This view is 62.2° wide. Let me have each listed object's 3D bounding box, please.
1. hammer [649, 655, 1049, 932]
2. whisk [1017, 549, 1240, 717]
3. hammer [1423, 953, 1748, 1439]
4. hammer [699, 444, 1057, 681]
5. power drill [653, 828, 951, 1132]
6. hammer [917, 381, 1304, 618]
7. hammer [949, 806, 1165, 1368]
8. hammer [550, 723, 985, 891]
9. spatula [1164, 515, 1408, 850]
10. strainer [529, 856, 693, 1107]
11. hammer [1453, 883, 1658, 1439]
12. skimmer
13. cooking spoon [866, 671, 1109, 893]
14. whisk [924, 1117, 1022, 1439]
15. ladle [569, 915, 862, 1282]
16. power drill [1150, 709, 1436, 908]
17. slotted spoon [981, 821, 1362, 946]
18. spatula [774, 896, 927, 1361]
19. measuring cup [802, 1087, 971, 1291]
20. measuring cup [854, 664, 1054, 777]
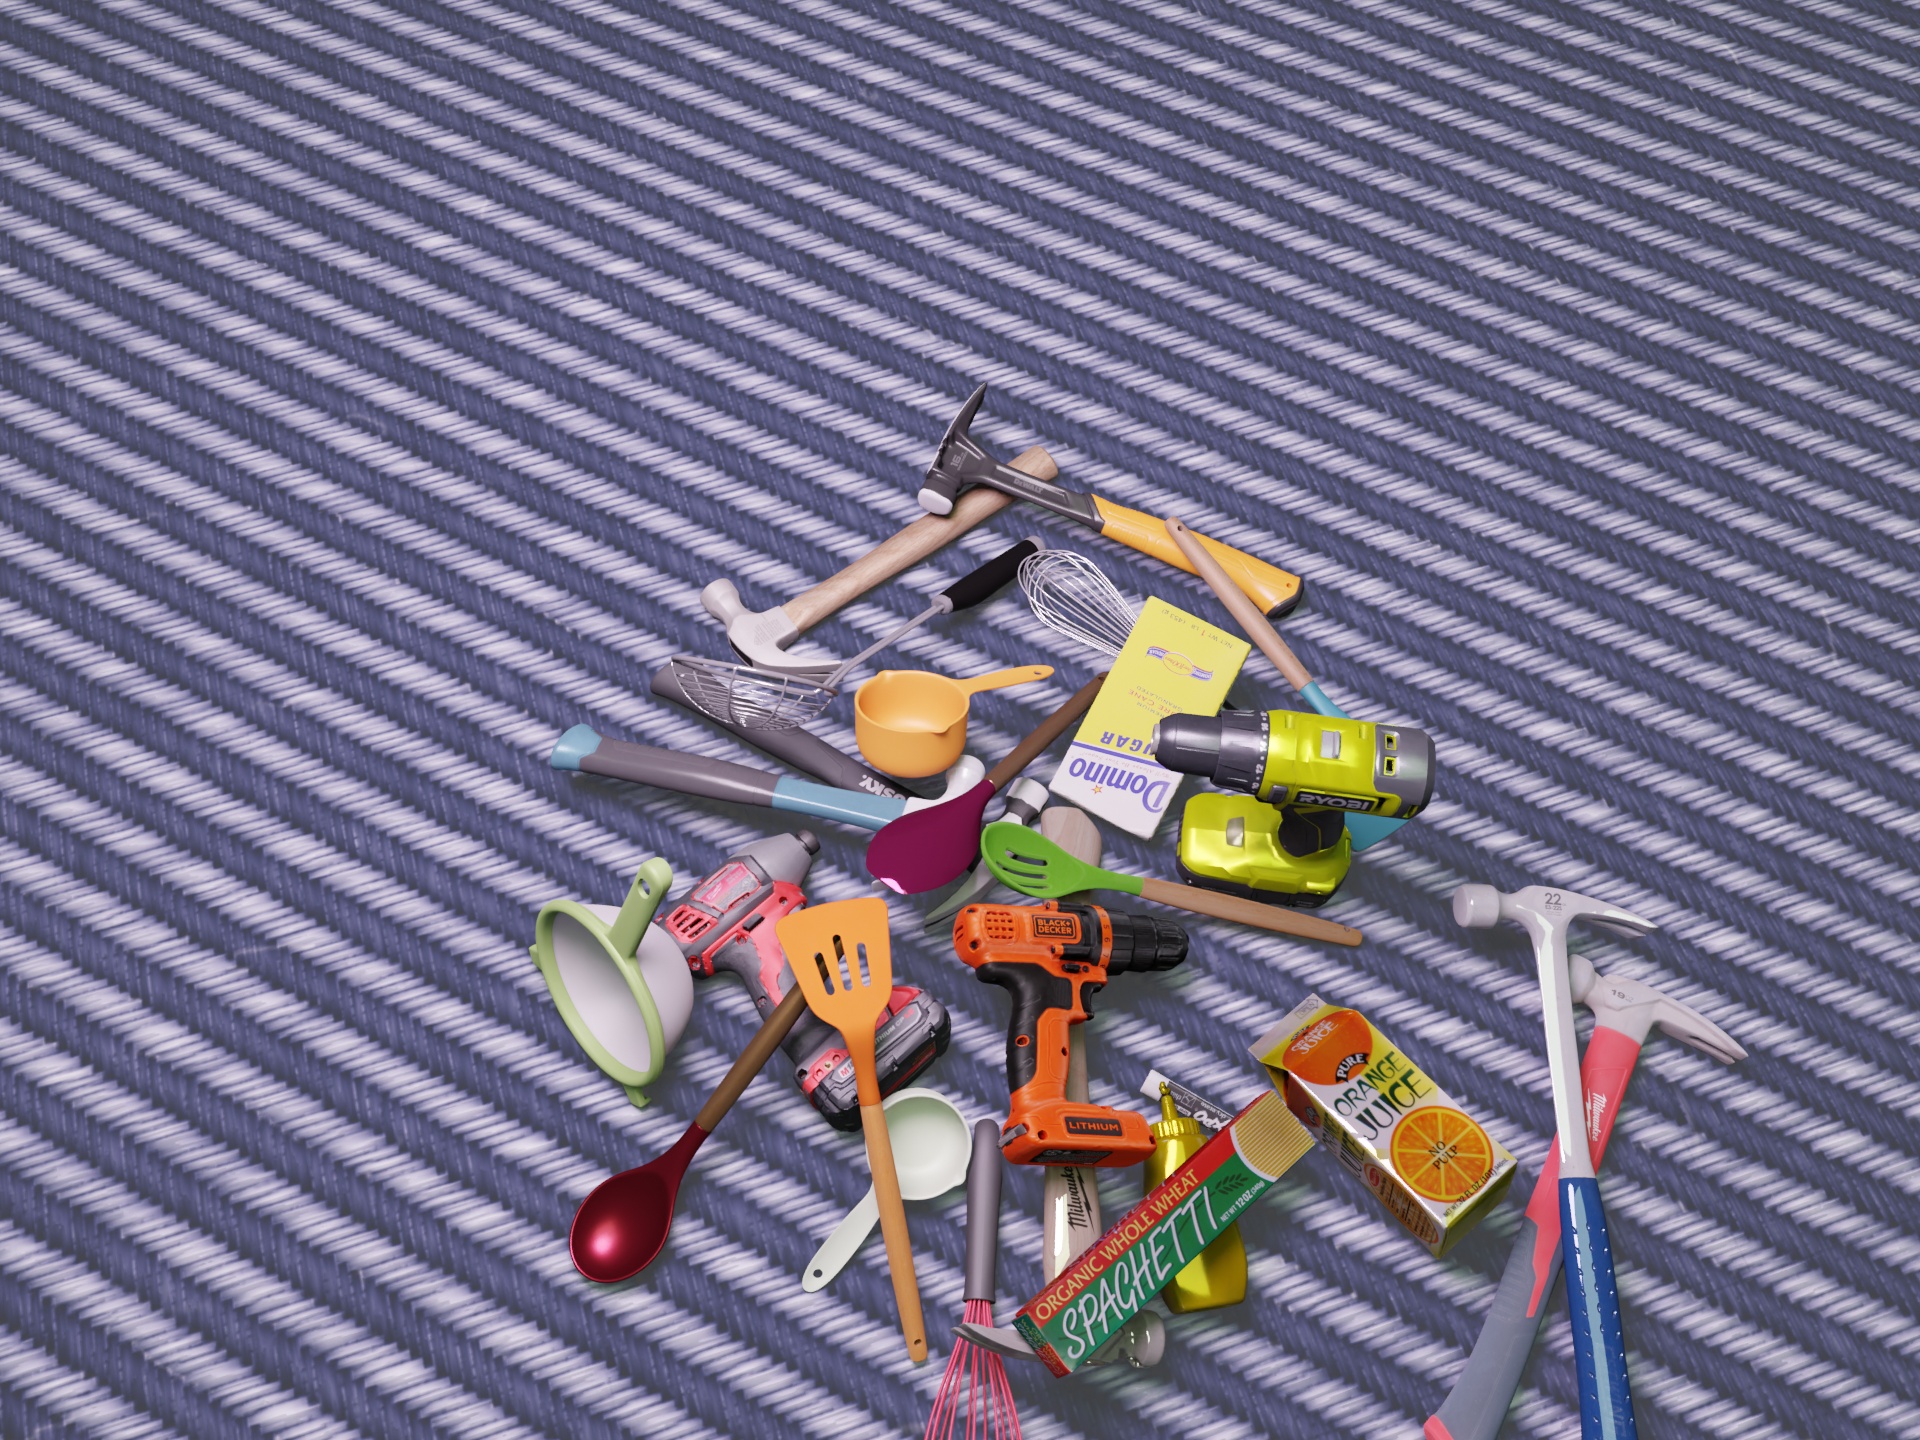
[{"bbox_3d":[-0.107,0.042,1.287,0.335,0.035,0.146,28,67,12],"label":"hammer"},{"bbox_3d":[0.164,-0.050,1.325,0.285,0.070,0.070,39,70,10],"label":"whisk"},{"bbox_3d":[0.439,0.365,1.141,0.143,0.038,0.386,27,67,10],"label":"hammer"},{"bbox_3d":[-0.052,-0.143,1.377,0.331,0.031,0.130,-33,69,-16],"label":"hammer"},{"bbox_3d":[-0.113,0.186,1.198,0.143,0.078,0.220,-40,68,-17],"label":"power drill"},{"bbox_3d":[0.139,-0.176,1.373,0.337,0.034,0.127,23,67,2],"label":"hammer"},{"bbox_3d":[0.068,0.251,1.164,0.146,0.038,0.411,11,58,-17],"label":"hammer"},{"bbox_3d":[-0.155,0.052,1.234,0.331,0.033,0.128,11,48,7],"label":"hammer"},{"bbox_3d":[0.265,-0.043,1.313,0.082,0.044,0.318,-32,74,-14],"label":"spatula"},{"bbox_3d":[-0.224,0.158,1.129,0.069,0.256,0.151,-27,71,-39],"label":"strainer"},{"bbox_3d":[0.441,0.313,1.124,0.144,0.035,0.406,3,66,-2],"label":"hammer"},{"bbox_3d":[-0.066,-0.092,1.277,0.363,0.090,0.127,-35,26,-33],"label":"skimmer"},{"bbox_3d":[0.035,0.039,1.231,0.069,0.017,0.319,31,44,19],"label":"cooking spoon"},{"bbox_3d":[0.012,0.421,1.097,0.073,0.073,0.296,3,59,1],"label":"whisk"},{"bbox_3d":[-0.169,0.266,1.129,0.069,0.031,0.315,38,92,22],"label":"ladle"},{"bbox_3d":[0.226,0.060,1.176,0.190,0.228,0.080,8,65,3],"label":"power drill"},{"bbox_3d":[0.162,0.135,1.219,0.313,0.031,0.070,14,39,-9],"label":"slotted spoon"},{"bbox_3d":[-0.059,0.286,1.105,0.081,0.041,0.322,-11,95,-14],"label":"spatula"},{"bbox_3d":[-0.060,0.339,1.149,0.083,0.038,0.167,39,88,-6],"label":"measuring cup"},{"bbox_3d":[-0.002,-0.004,1.245,0.173,0.052,0.095,-14,37,-28],"label":"measuring cup"}]
